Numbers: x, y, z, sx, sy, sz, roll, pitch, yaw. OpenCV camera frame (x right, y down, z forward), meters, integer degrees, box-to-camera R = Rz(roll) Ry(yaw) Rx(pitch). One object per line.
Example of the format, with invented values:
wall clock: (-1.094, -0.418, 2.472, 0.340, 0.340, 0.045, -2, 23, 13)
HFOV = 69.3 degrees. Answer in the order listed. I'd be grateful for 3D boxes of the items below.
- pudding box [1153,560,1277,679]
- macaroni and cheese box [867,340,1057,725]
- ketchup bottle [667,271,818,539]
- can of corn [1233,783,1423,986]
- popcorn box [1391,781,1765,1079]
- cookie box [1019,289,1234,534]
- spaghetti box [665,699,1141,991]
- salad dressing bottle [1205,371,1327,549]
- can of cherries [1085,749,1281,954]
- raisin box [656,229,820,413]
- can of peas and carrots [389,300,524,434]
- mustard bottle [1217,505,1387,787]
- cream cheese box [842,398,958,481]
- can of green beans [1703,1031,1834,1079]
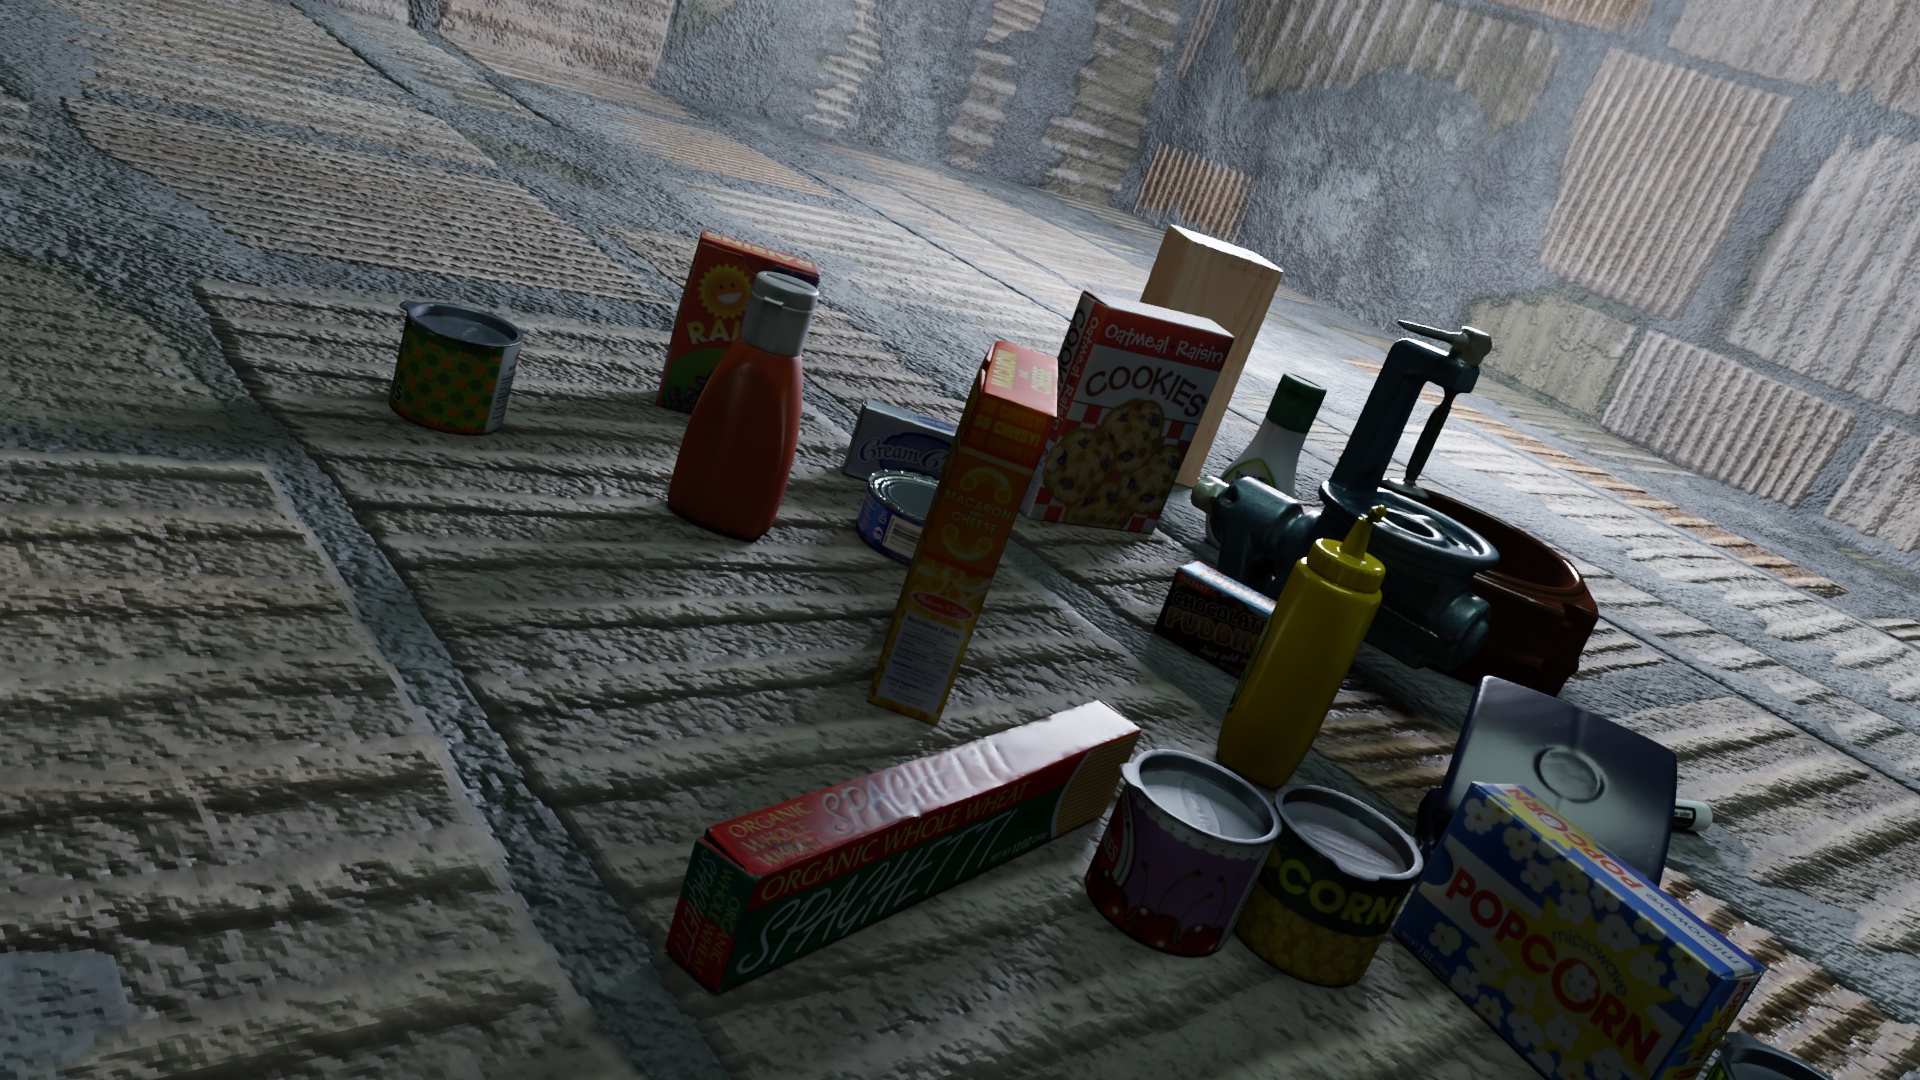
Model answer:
pudding box: (0.170, 0.053, 0.875, 0.084, 0.049, 0.030, 29, 21, 24)
macaroni and cheese box: (0.003, -0.009, 0.704, 0.040, 0.165, 0.124, 19, 19, -3)
ketchup bottle: (-0.119, -0.078, 0.795, 0.065, 0.148, 0.044, 22, 19, 5)
can of corn: (0.155, 0.148, 0.596, 0.071, 0.058, 0.071, 18, 20, -6)
popcorn box: (0.256, 0.173, 0.588, 0.038, 0.085, 0.127, 6, 24, -35)
cookie box: (0.118, -0.092, 1.033, 0.123, 0.166, 0.040, 7, 23, -33)
spaghetti box: (-0.009, 0.111, 0.549, 0.029, 0.050, 0.251, 32, 23, 30)
salad dressing bottle: (0.241, -0.059, 1.091, 0.064, 0.147, 0.044, 30, 22, 27)
can of cherries: (0.090, 0.129, 0.584, 0.071, 0.058, 0.072, 18, 20, -6)
raisin box: (-0.157, -0.145, 0.974, 0.086, 0.123, 0.040, 15, 20, -15)
can of peas and carrots: (-0.300, -0.103, 0.820, 0.071, 0.058, 0.071, 18, 20, -6)
mustard bottle: (0.185, 0.050, 0.732, 0.049, 0.159, 0.065, 25, 20, 13)
cream cheese box: (-0.026, -0.059, 0.975, 0.104, 0.053, 0.024, 17, 19, -9)
can of green beans: (0.303, 0.232, 0.517, 0.071, 0.057, 0.071, 18, 20, -6)
